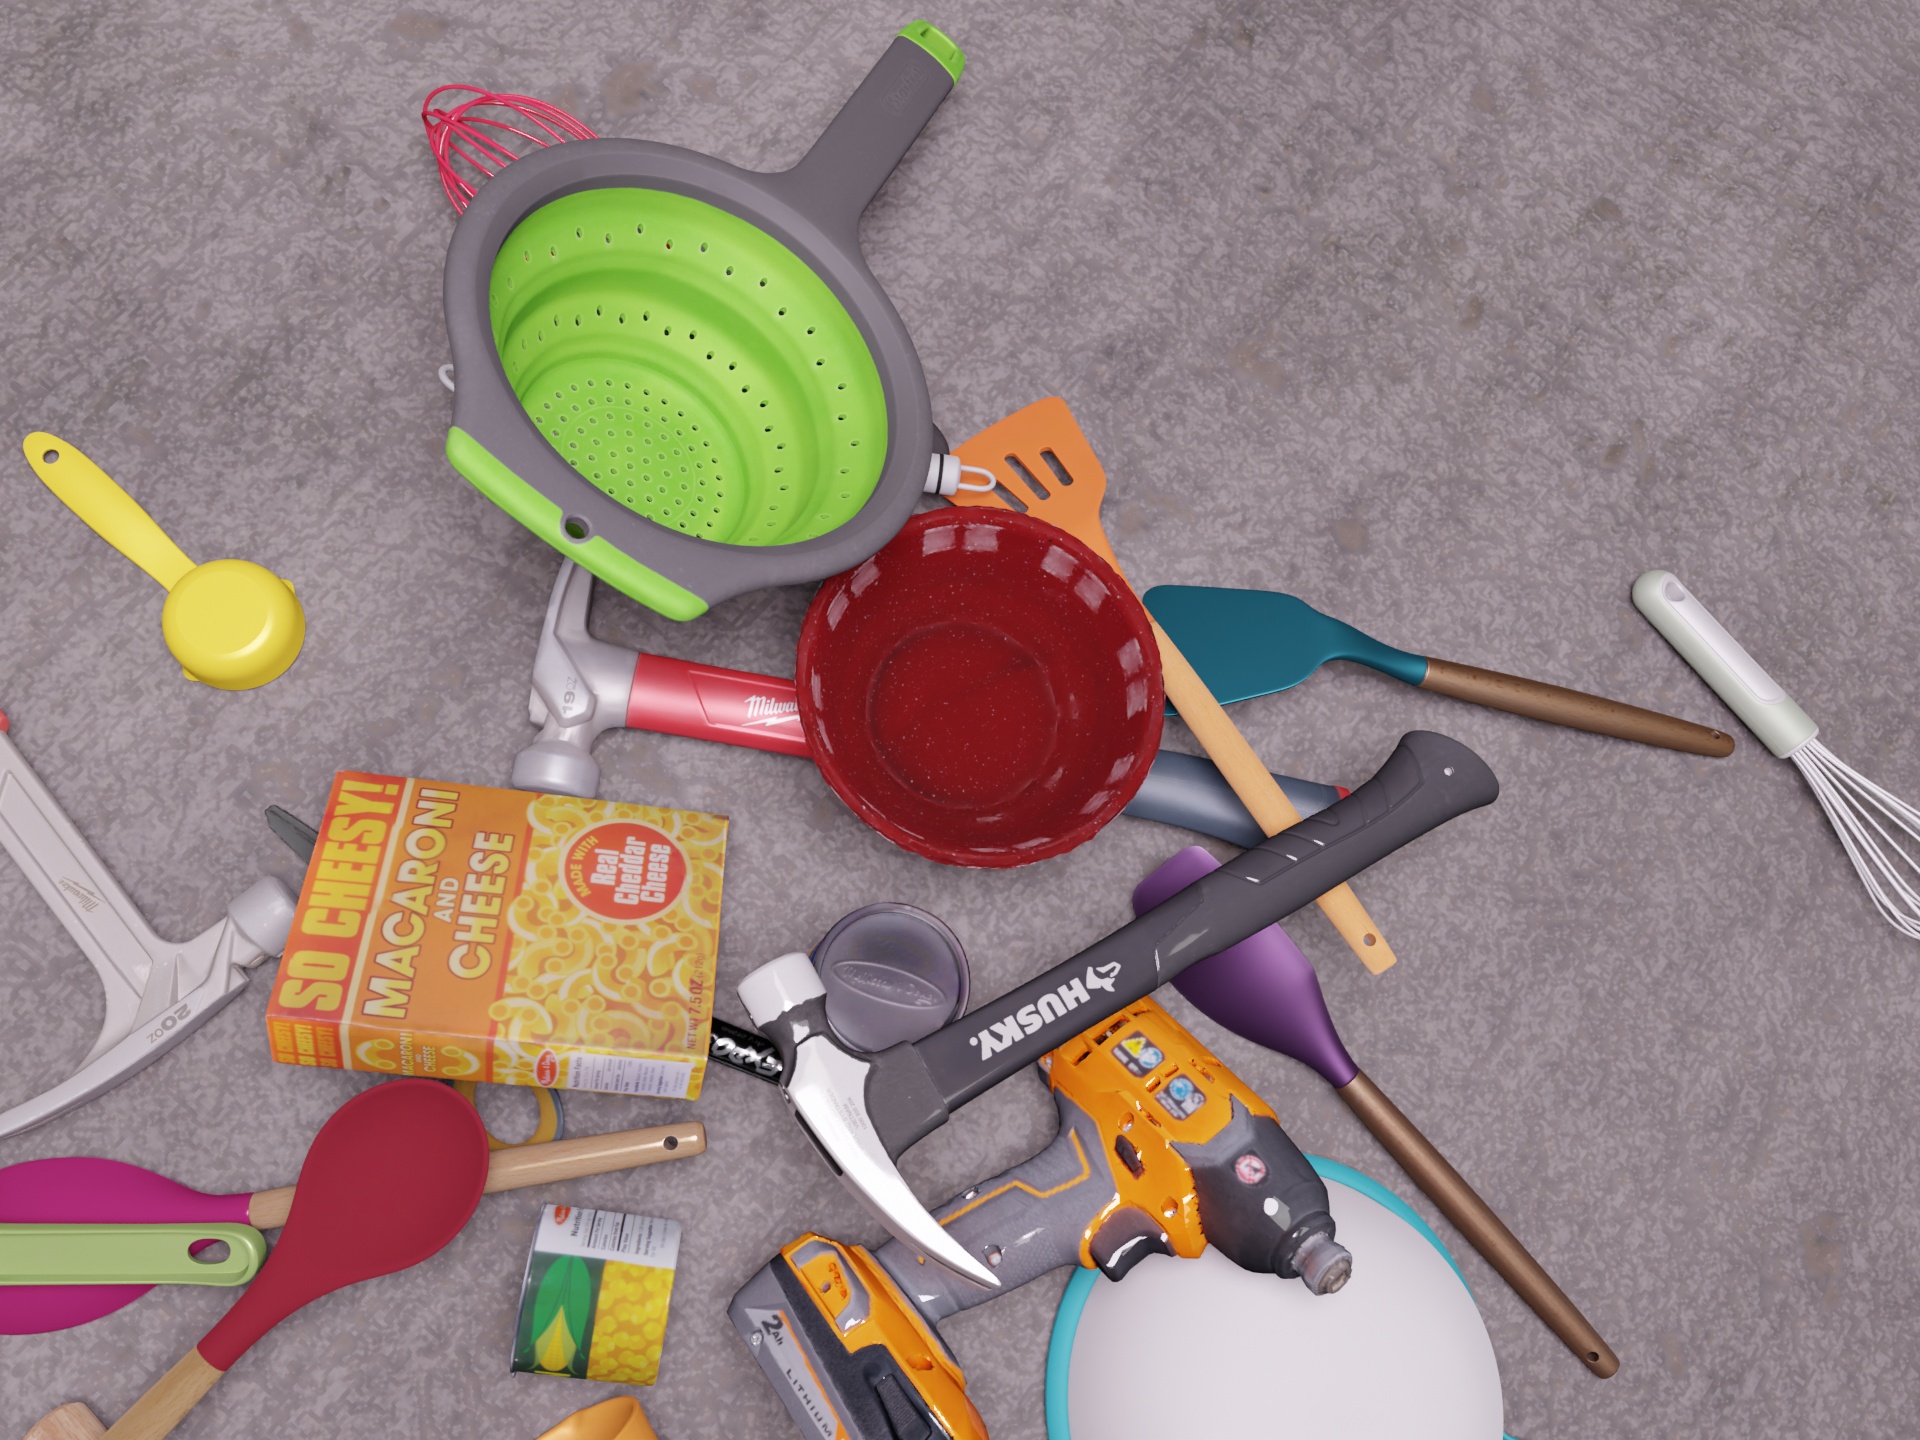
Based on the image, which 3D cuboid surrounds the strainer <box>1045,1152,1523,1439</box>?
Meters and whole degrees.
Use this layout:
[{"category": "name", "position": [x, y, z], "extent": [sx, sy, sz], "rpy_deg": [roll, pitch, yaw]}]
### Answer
[{"category": "strainer", "position": [0.207, 0.315, 0.681], "extent": [0.340, 0.095, 0.211], "rpy_deg": [20, 75, -4]}]

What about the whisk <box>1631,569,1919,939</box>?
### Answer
[{"category": "whisk", "position": [0.435, 0.017, 0.814], "extent": [0.058, 0.059, 0.246], "rpy_deg": [-36, 81, -27]}]

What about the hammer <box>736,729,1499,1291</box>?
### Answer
[{"category": "hammer", "position": [0.089, 0.094, 0.652], "extent": [0.335, 0.035, 0.146], "rpy_deg": [-26, 74, -19]}]

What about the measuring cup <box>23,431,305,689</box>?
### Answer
[{"category": "measuring cup", "position": [-0.360, -0.077, 0.705], "extent": [0.156, 0.029, 0.062], "rpy_deg": [42, 74, 0]}]

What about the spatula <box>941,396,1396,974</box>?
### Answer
[{"category": "spatula", "position": [0.098, -0.020, 0.739], "extent": [0.081, 0.041, 0.323], "rpy_deg": [-33, 76, -6]}]

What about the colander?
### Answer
[{"category": "colander", "position": [-0.093, -0.186, 0.705], "extent": [0.204, 0.094, 0.397], "rpy_deg": [36, 51, -14]}]

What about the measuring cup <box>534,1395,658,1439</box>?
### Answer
[{"category": "measuring cup", "position": [-0.188, 0.337, 0.626], "extent": [0.173, 0.095, 0.052], "rpy_deg": [-32, 90, 3]}]

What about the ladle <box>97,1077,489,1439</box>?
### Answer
[{"category": "ladle", "position": [-0.303, 0.263, 0.600], "extent": [0.069, 0.031, 0.315], "rpy_deg": [42, 73, 5]}]

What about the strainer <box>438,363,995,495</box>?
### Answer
[{"category": "strainer", "position": [-0.111, -0.126, 0.745], "extent": [0.258, 0.050, 0.087], "rpy_deg": [7, 46, -6]}]

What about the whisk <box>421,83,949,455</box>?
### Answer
[{"category": "whisk", "position": [-0.129, -0.207, 0.762], "extent": [0.295, 0.073, 0.073], "rpy_deg": [34, 74, -6]}]

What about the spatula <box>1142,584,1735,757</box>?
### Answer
[{"category": "spatula", "position": [0.245, -0.014, 0.794], "extent": [0.317, 0.044, 0.082], "rpy_deg": [12, 50, -14]}]

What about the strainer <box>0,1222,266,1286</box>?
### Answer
[{"category": "strainer", "position": [-0.402, 0.210, 0.594], "extent": [0.256, 0.069, 0.151], "rpy_deg": [3, 94, -9]}]

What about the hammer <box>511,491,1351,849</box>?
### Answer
[{"category": "hammer", "position": [-0.001, -0.002, 0.747], "extent": [0.386, 0.038, 0.143], "rpy_deg": [10, 74, -7]}]

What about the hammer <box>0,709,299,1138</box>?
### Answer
[{"category": "hammer", "position": [-0.442, -0.004, 0.672], "extent": [0.149, 0.036, 0.359], "rpy_deg": [-38, 87, -15]}]

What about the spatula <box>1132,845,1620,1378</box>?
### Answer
[{"category": "spatula", "position": [0.196, 0.188, 0.743], "extent": [0.059, 0.018, 0.316], "rpy_deg": [-43, 90, 21]}]

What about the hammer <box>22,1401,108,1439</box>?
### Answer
[{"category": "hammer", "position": [-0.232, 0.374, 0.581], "extent": [0.331, 0.031, 0.130], "rpy_deg": [34, 86, 16]}]

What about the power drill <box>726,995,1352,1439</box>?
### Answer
[{"category": "power drill", "position": [0.037, 0.224, 0.646], "extent": [0.226, 0.084, 0.164], "rpy_deg": [-36, 43, -14]}]

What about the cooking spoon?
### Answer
[{"category": "cooking spoon", "position": [-0.264, 0.198, 0.655], "extent": [0.319, 0.017, 0.069], "rpy_deg": [-8, 81, -5]}]
